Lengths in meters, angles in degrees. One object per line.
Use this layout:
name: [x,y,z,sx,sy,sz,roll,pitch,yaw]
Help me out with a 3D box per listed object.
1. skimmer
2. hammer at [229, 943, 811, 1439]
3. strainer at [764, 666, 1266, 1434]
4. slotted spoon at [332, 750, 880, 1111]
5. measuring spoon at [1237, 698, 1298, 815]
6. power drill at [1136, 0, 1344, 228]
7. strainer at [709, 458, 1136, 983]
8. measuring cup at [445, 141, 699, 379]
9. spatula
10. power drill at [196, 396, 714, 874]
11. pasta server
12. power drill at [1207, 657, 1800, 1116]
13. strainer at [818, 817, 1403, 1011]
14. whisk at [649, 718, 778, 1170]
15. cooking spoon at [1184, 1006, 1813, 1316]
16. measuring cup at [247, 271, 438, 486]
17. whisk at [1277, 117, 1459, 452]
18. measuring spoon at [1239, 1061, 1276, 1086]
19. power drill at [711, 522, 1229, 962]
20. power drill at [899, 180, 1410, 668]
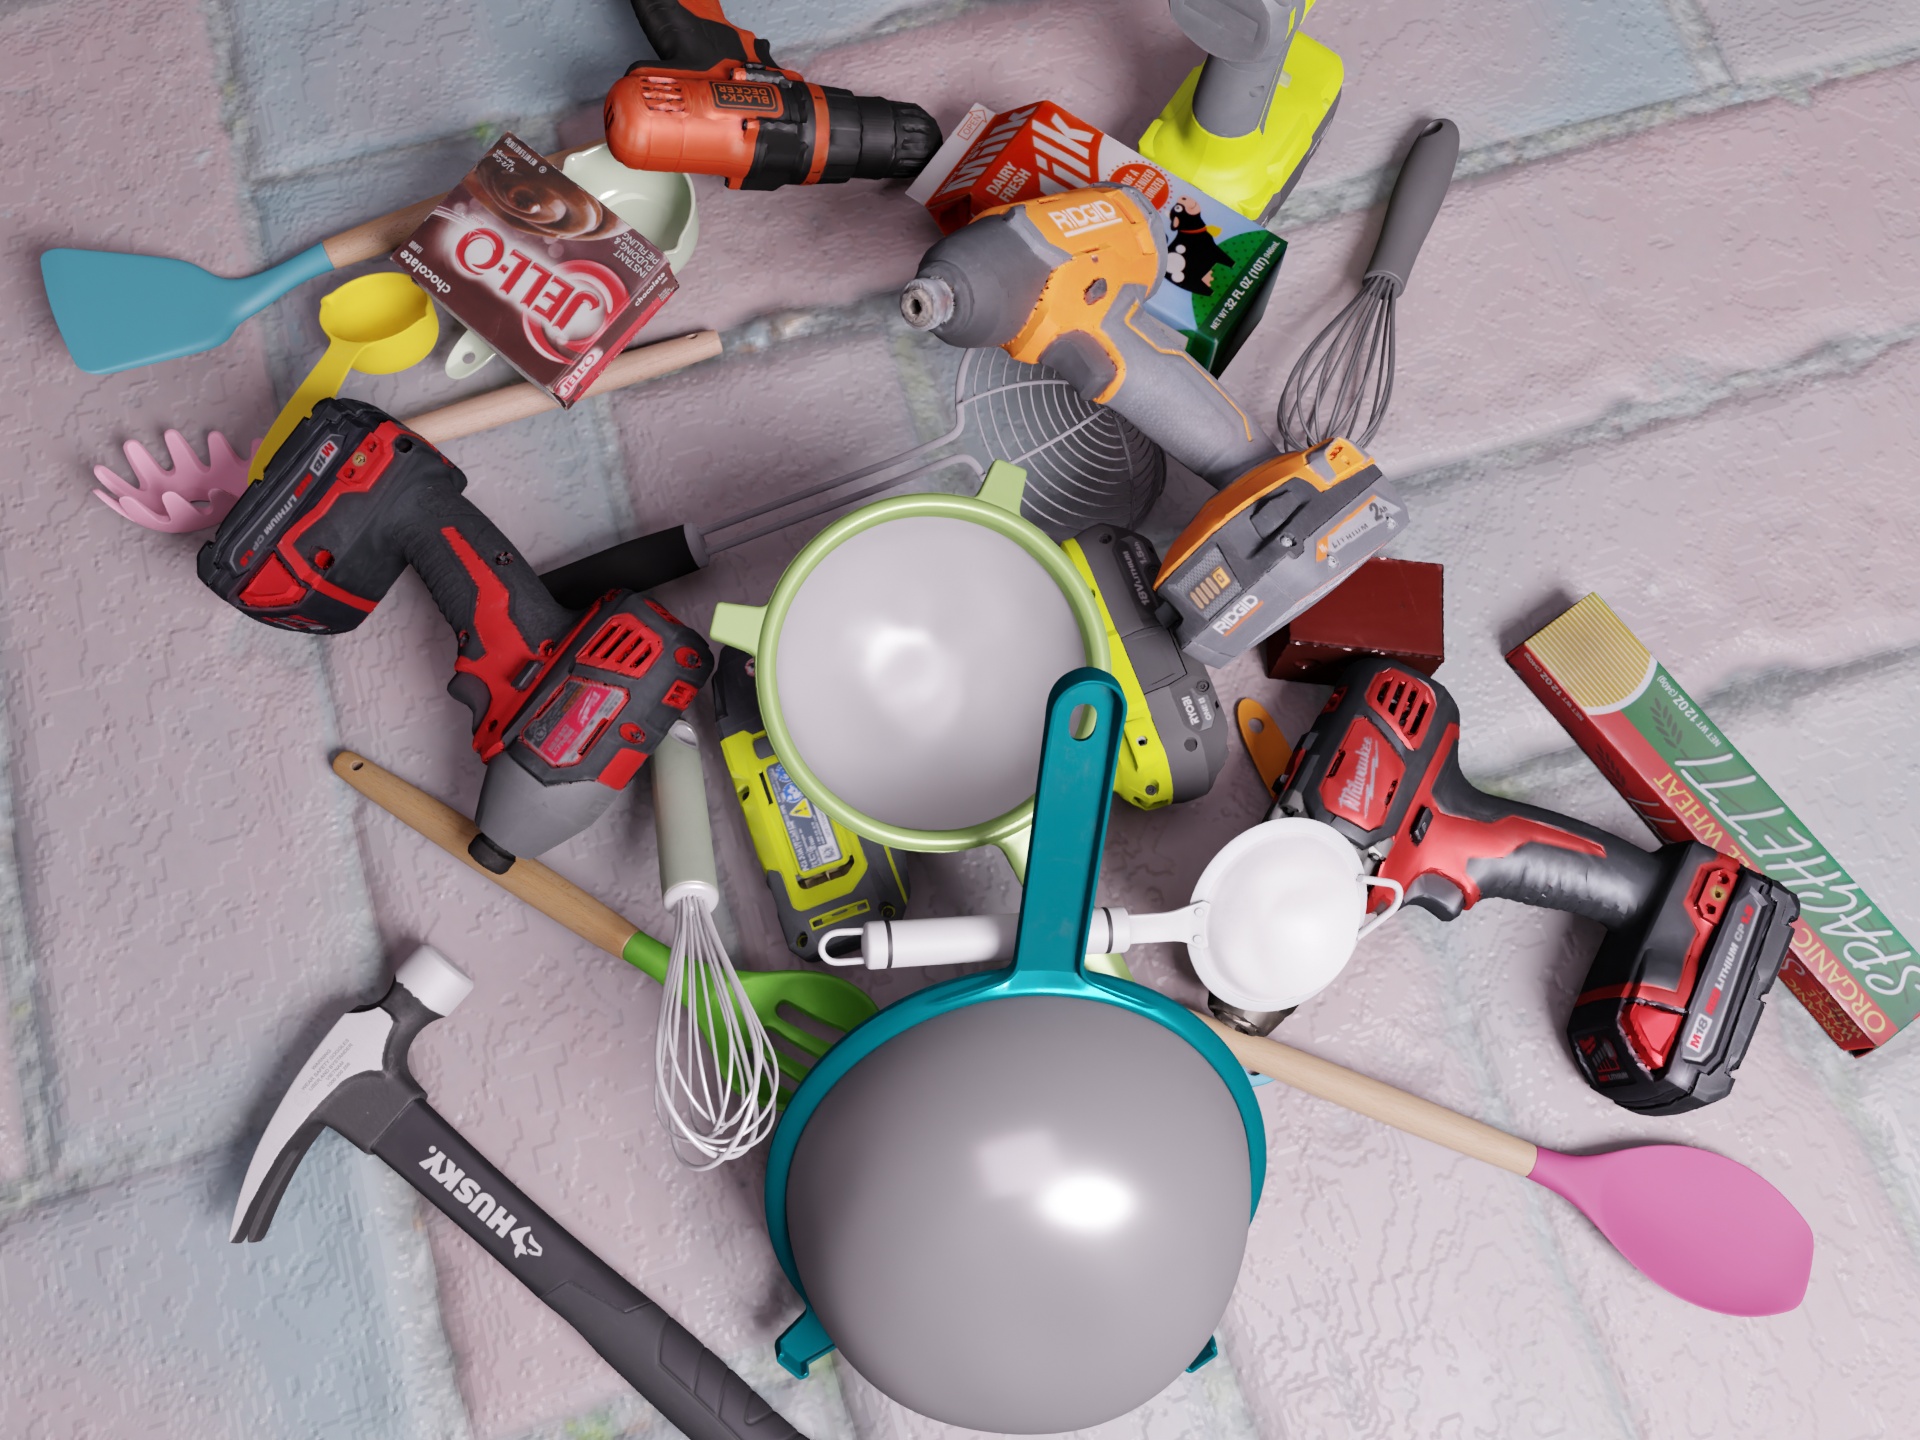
skimmer: [-0.071,-0.105,0.811,0.363,0.090,0.127,-19,87,4]
hammer: [-0.166,0.257,0.698,0.335,0.035,0.146,38,75,9]
strainer: [0.035,0.152,0.601,0.211,0.095,0.340,2,115,-8]
slotted spoon: [-0.170,0.090,0.733,0.314,0.031,0.070,28,56,17]
measuring spoon: [0.163,0.042,0.784,0.021,0.011,0.117,-17,71,-15]
power drill: [0.162,-0.359,0.788,0.080,0.228,0.190,32,75,8]
strainer: [0.010,0.027,0.691,0.151,0.069,0.256,-29,94,-12]
measuring cup: [-0.207,-0.235,0.846,0.083,0.038,0.167,41,81,10]
spatula: [-0.315,-0.262,0.847,0.317,0.044,0.082,-24,72,-9]
power drill: [-0.236,-0.038,0.742,0.220,0.078,0.143,37,89,12]
pasta server: [-0.277,-0.156,0.818,0.316,0.040,0.060,-19,45,-8]
power drill: [0.238,0.097,0.727,0.227,0.080,0.188,29,75,6]
strainer: [0.071,0.087,0.649,0.258,0.050,0.087,-2,104,-11]
whisk: [-0.118,0.086,0.698,0.059,0.057,0.247,-44,39,24]
cooking spoon: [0.237,0.192,0.730,0.319,0.017,0.069,21,72,3]
measuring cup: [-0.314,-0.166,0.805,0.062,0.029,0.157,11,57,11]
whisk: [0.224,-0.233,0.851,0.055,0.055,0.239,23,69,6]
measuring spoon: [0.088,0.160,0.738,0.128,0.021,0.042,0,73,-2]
power drill: [-0.001,-0.002,0.759,0.223,0.080,0.171,-20,76,-4]
power drill: [0.079,-0.138,0.706,0.226,0.084,0.164,52,44,8]
